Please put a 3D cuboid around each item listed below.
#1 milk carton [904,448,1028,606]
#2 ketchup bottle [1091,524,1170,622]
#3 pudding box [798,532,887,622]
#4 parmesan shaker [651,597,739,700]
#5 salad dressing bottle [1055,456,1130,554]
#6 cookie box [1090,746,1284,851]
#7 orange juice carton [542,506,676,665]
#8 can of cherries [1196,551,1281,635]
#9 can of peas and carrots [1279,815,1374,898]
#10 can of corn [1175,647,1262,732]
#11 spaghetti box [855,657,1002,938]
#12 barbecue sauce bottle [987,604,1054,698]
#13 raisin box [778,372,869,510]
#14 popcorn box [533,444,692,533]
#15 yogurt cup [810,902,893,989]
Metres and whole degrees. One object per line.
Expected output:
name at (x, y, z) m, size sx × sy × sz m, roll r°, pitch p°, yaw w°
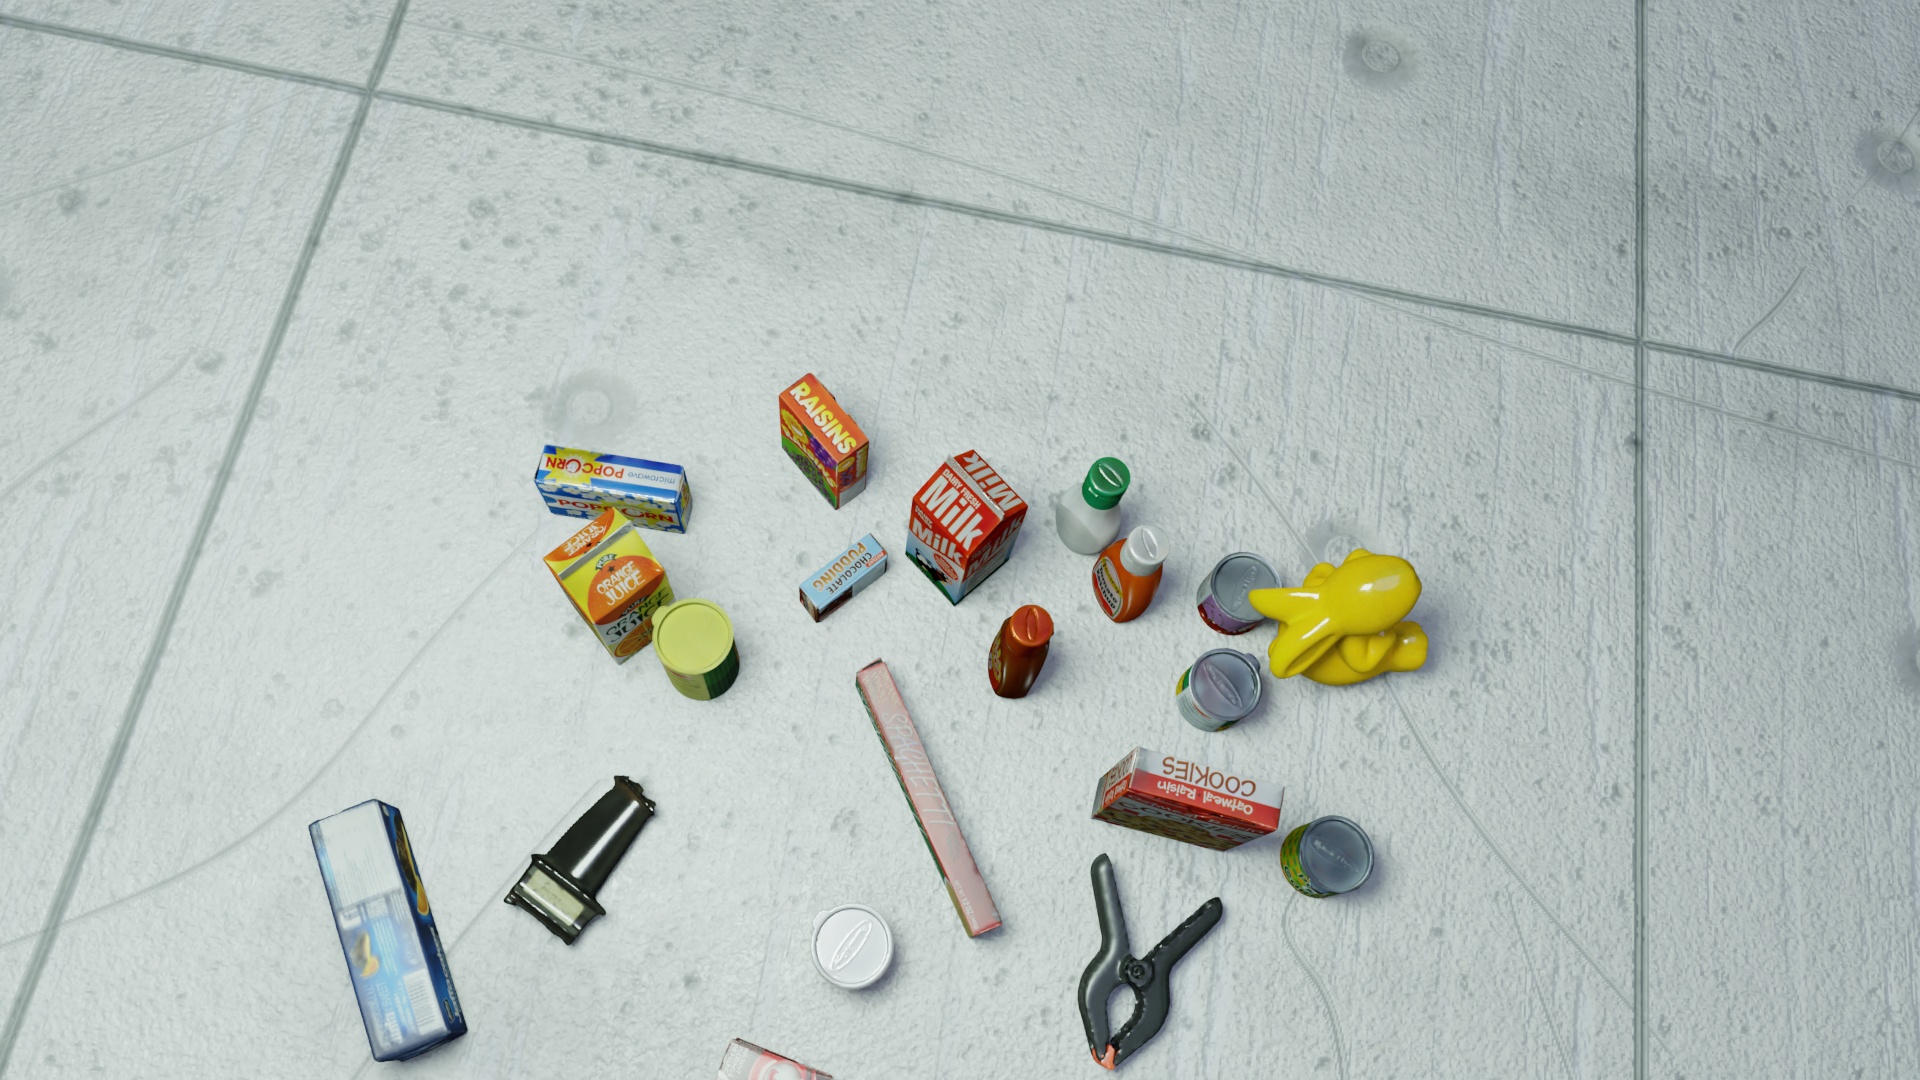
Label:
milk carton at (0.004, -0.015, 1.215) m, size 0.073 × 0.190 × 0.072 m, roll -40°, pitch 79°, yaw -16°
ketchup bottle at (0.153, 0.025, 1.238) m, size 0.043 × 0.148 × 0.065 m, roll -19°, pitch 74°, yaw -11°
pudding box at (-0.106, 0.034, 1.262) m, size 0.084 × 0.049 × 0.030 m, roll -38°, pitch 79°, yaw -16°
parmesan shaker at (-0.229, 0.094, 1.201) m, size 0.071 × 0.102 × 0.071 m, roll 2°, pitch 71°, yaw -5°
salad dressing bottle at (0.122, -0.032, 1.255) m, size 0.044 × 0.147 × 0.064 m, roll -40°, pitch 79°, yaw -16°
cookie box at (0.186, 0.221, 1.163) m, size 0.123 × 0.167 × 0.040 m, roll 15°, pitch 71°, yaw 0°
orange juice carton at (-0.292, 0.036, 1.168) m, size 0.072 × 0.192 × 0.073 m, roll -38°, pitch 79°, yaw -16°
can of cherries at (0.259, 0.052, 1.287) m, size 0.071 × 0.058 × 0.071 m, roll 2°, pitch 71°, yaw -5°
can of peas and carrots at (0.318, 0.279, 1.213) m, size 0.071 × 0.058 × 0.071 m, roll 2°, pitch 71°, yaw -5°
can of corn at (0.234, 0.135, 1.256) m, size 0.071 × 0.058 × 0.071 m, roll 2°, pitch 71°, yaw -5°
spaghetti box at (-0.030, 0.222, 1.204) m, size 0.029 × 0.050 × 0.250 m, roll -22°, pitch 74°, yaw -12°
barbecue sauce bottle at (0.053, 0.092, 1.205) m, size 0.044 × 0.148 × 0.065 m, roll 2°, pitch 71°, yaw -5°
raisin box at (-0.124, -0.088, 1.264) m, size 0.040 × 0.123 × 0.086 m, roll -37°, pitch 78°, yaw -16°
popcorn box at (-0.310, -0.045, 1.251) m, size 0.127 × 0.085 × 0.038 m, roll 9°, pitch 71°, yaw -2°
yogurt cup at (-0.091, 0.338, 1.155) m, size 0.072 × 0.053 × 0.072 m, roll 2°, pitch 71°, yaw -5°
